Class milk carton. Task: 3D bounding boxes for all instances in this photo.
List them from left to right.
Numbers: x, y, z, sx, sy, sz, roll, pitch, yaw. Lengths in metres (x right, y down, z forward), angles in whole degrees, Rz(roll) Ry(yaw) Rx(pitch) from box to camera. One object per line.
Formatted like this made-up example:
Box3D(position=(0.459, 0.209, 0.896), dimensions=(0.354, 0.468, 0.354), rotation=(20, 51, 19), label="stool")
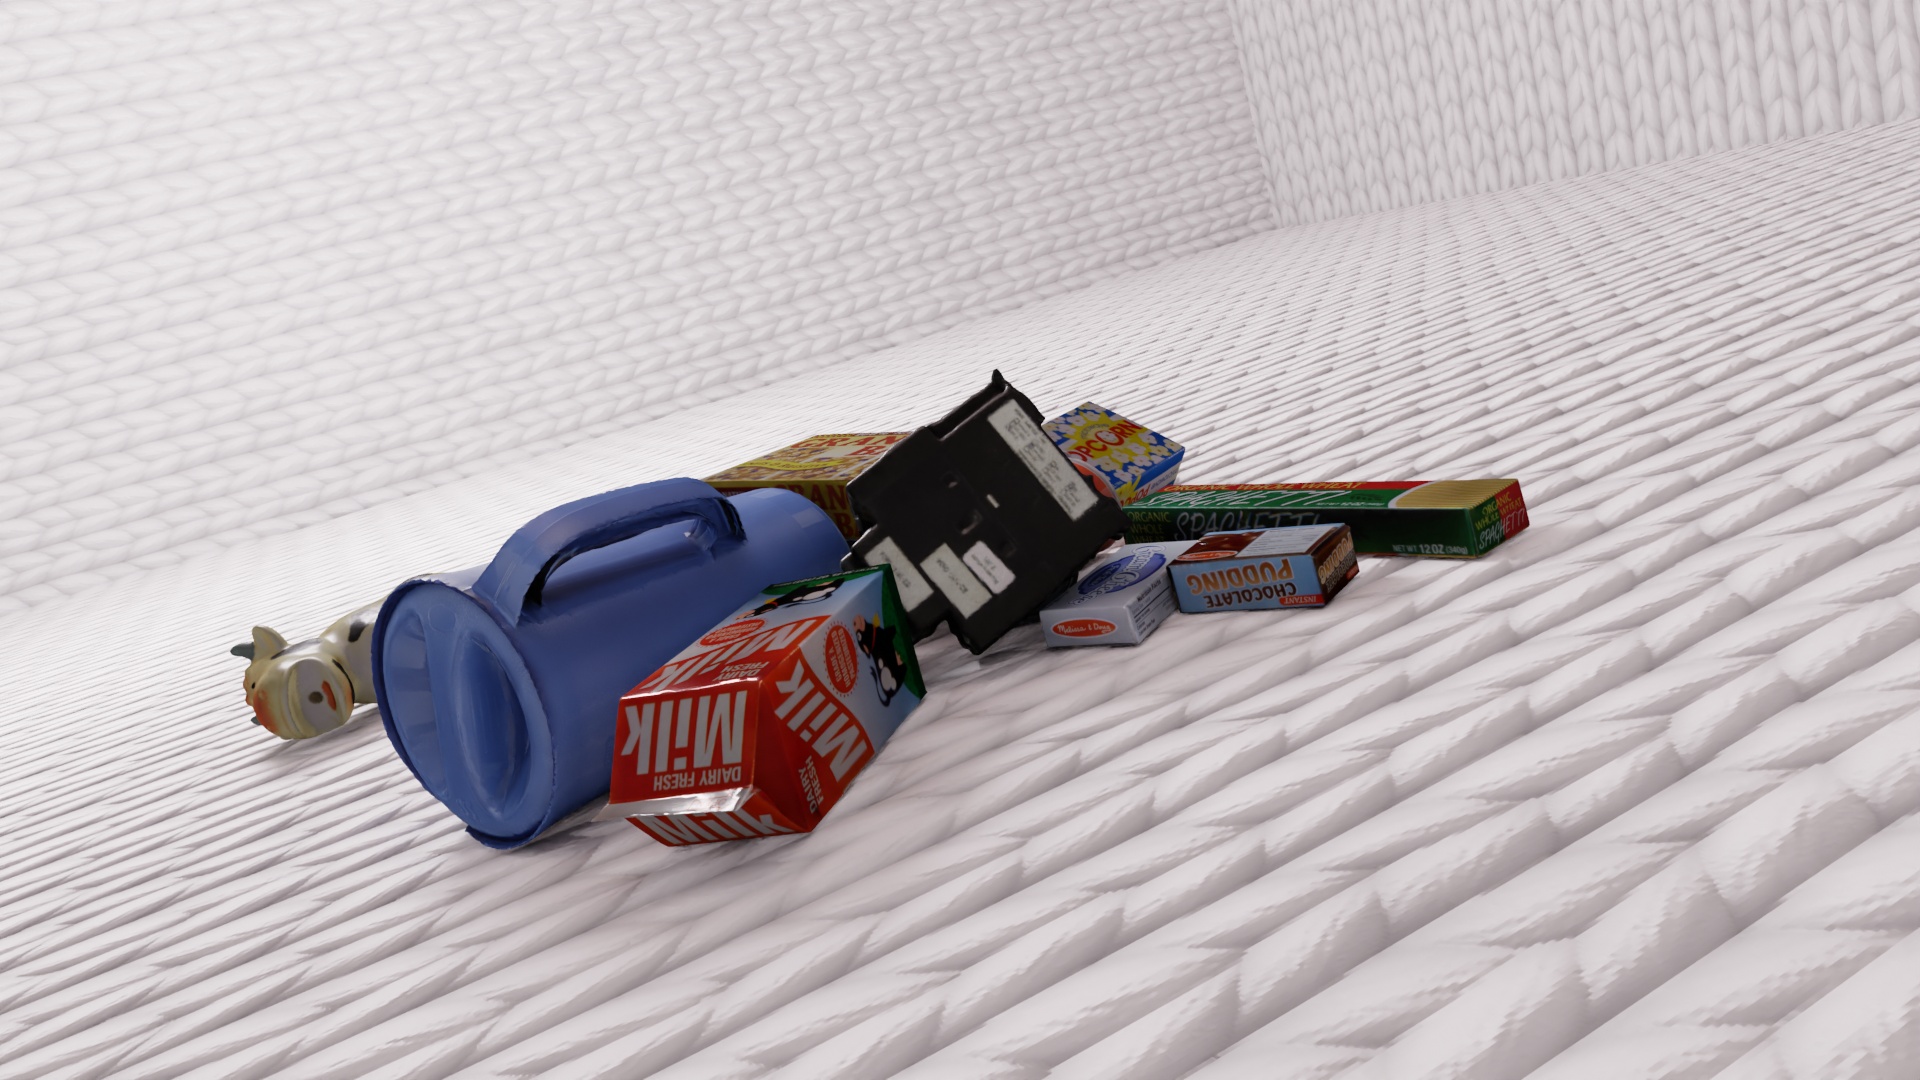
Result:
Box3D(position=(-0.086, 0.078, 0.626), dimensions=(0.072, 0.073, 0.191), rotation=(-10, 14, 22), label="milk carton")

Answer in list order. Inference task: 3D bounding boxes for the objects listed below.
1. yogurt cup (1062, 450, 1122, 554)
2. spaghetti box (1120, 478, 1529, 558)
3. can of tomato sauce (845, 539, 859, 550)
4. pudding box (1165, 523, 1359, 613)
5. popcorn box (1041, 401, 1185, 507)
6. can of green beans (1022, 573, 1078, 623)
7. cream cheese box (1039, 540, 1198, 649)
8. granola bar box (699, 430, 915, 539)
Box3D(position=(0.059, -0.011, 0.866), dimensions=(0.072, 0.072, 0.054), rotation=(-4, 24, 42), label="yogurt cup")
Box3D(position=(0.194, -0.013, 0.792), dimensions=(0.050, 0.028, 0.250), rotation=(-23, 15, -35), label="spaghetti box")
Box3D(position=(-0.062, 0.016, 0.878), dimensions=(0.071, 0.071, 0.083), rotation=(-14, 13, 7), label="can of tomato sauce")
Box3D(position=(0.156, 0.014, 0.716), dimensions=(0.083, 0.030, 0.050), rotation=(-5, 17, 39), label="pudding box")
Box3D(position=(0.090, -0.050, 0.968), dimensions=(0.085, 0.038, 0.127), rotation=(29, 34, 23), label="popcorn box")
Box3D(position=(0.034, 0.008, 0.801), dimensions=(0.071, 0.071, 0.058), rotation=(-14, 12, 4), label="can of green beans")
Box3D(position=(0.091, 0.028, 0.745), dimensions=(0.053, 0.024, 0.104), rotation=(-5, 16, 35), label="cream cheese box")
Box3D(position=(-0.062, -0.036, 0.866), dimensions=(0.165, 0.039, 0.125), rotation=(1, 18, 34), label="granola bar box")
